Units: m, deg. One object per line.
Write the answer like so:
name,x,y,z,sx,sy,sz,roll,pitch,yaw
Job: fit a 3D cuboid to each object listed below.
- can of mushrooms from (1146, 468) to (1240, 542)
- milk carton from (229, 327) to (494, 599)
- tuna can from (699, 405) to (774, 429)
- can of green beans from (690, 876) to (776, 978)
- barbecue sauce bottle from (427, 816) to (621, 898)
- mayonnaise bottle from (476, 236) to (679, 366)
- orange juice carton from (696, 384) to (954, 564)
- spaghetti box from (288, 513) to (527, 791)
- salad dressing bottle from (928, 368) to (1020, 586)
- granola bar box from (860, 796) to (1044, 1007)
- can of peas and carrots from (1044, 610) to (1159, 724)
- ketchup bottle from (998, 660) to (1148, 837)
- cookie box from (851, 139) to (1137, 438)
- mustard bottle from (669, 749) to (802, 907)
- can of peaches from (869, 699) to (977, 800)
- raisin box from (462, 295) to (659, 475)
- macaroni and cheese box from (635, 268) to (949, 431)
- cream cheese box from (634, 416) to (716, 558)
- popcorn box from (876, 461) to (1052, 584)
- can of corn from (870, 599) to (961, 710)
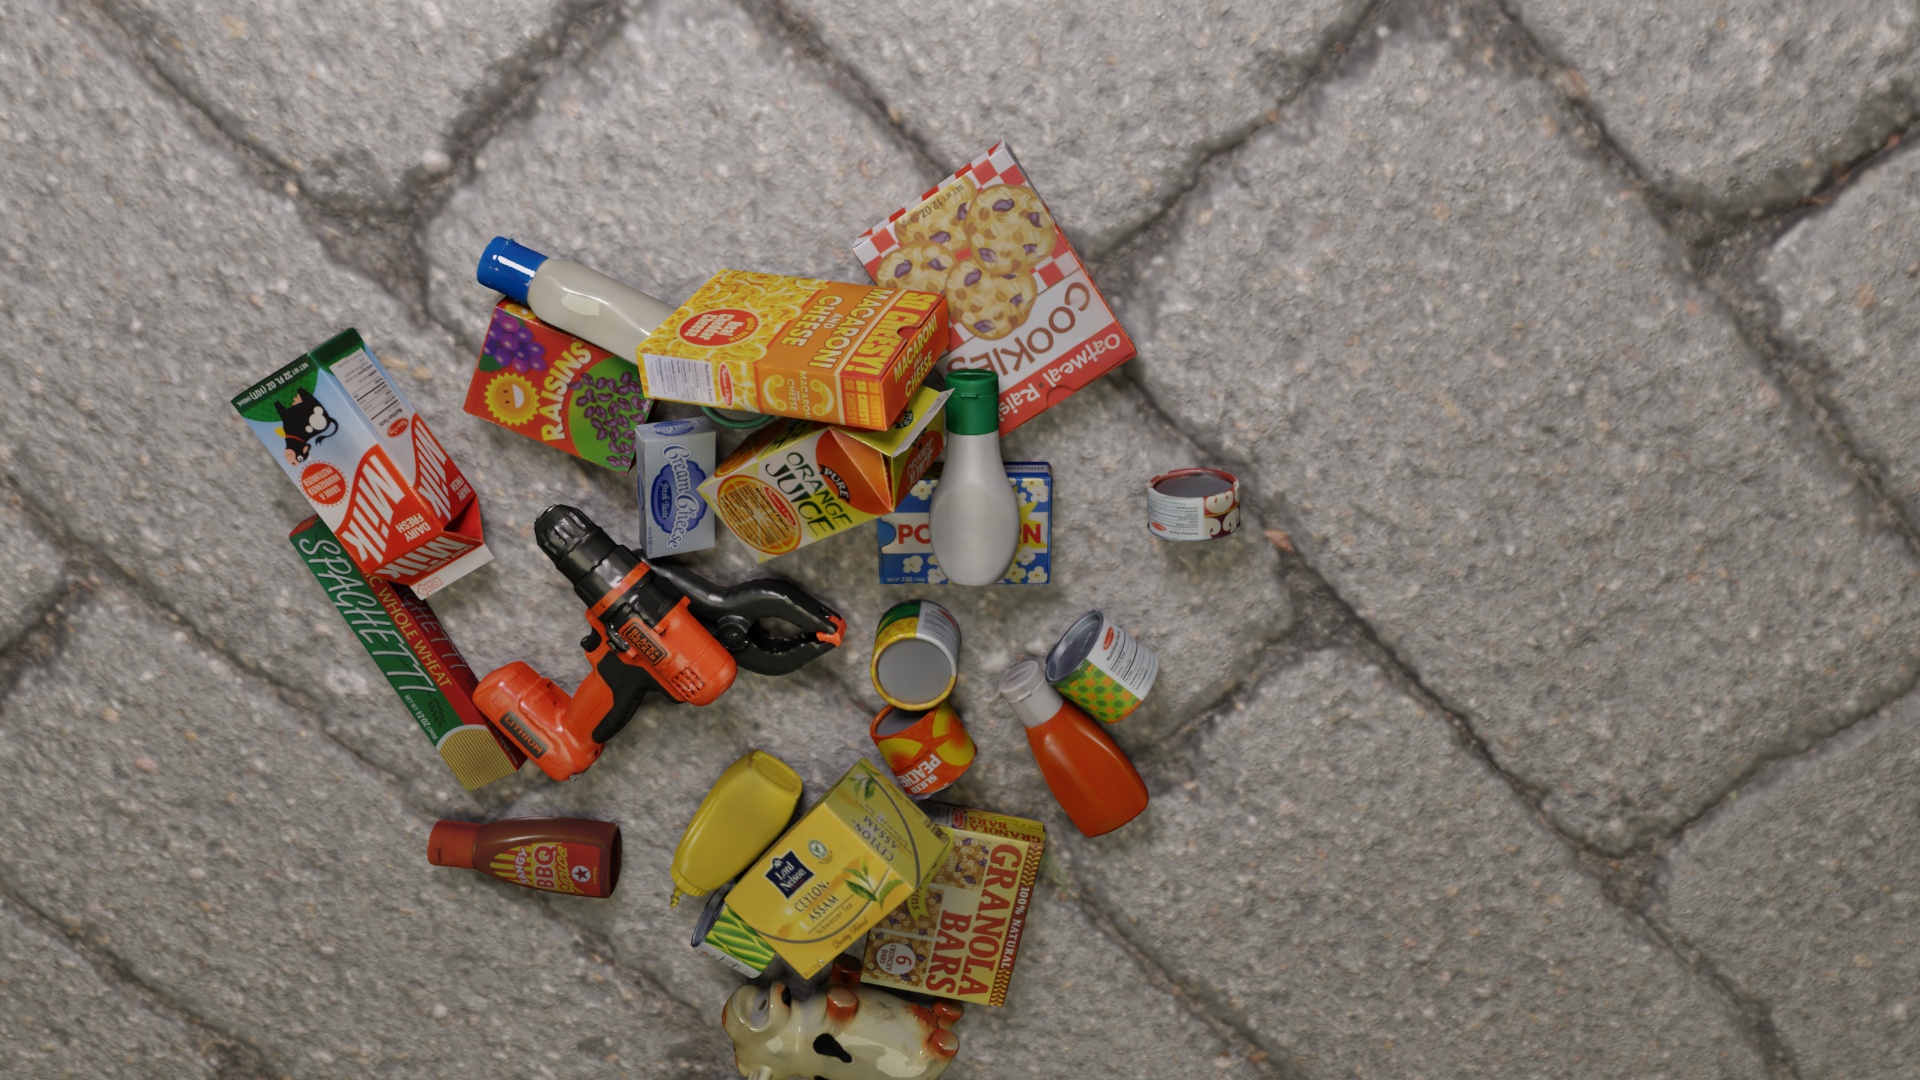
can of mushrooms,0.167,-0.027,0.992,0.071,0.071,0.033,-5,111,4
milk carton,-0.418,-0.048,0.996,0.072,0.074,0.190,-28,109,12
tuna can,-0.156,-0.113,0.983,0.071,0.033,0.070,0,112,1
can of green beans,-0.179,0.317,1.143,0.058,0.071,0.071,33,110,-12
barbecue sauce bottle,-0.355,0.254,1.134,0.149,0.044,0.064,6,114,0
mayonnaise bottle,-0.255,-0.161,0.952,0.148,0.065,0.041,24,115,-4
orange juice carton,-0.084,-0.053,0.938,0.192,0.072,0.073,-20,115,43
spaghetti box,-0.424,0.084,1.075,0.050,0.029,0.249,-23,110,10
salad dressing bottle,0.009,-0.043,0.958,0.064,0.044,0.147,2,112,7
granola bar box,-0.008,0.297,1.144,0.124,0.039,0.164,11,112,-2
can of peas and carrots,0.105,0.097,1.045,0.058,0.071,0.070,37,109,-13
ketchup bottle,0.084,0.161,1.082,0.064,0.044,0.148,-31,108,13
cookie box,0.024,-0.167,0.951,0.123,0.040,0.167,-31,108,14
mustard bottle,-0.193,0.240,1.121,0.065,0.049,0.159,37,110,-10
can of peaches,-0.030,0.155,1.069,0.071,0.071,0.058,-25,109,12
raisin box,-0.277,-0.110,0.984,0.123,0.040,0.085,22,112,-8
macaroni and cheese box,-0.105,-0.127,0.901,0.166,0.124,0.040,9,127,16
cream cheese box,-0.204,-0.038,0.999,0.053,0.024,0.103,-11,129,-23
popcorn box,0.004,-0.013,1.016,0.127,0.038,0.084,0,114,2
can of corn,-0.035,0.088,1.048,0.071,0.058,0.071,1,112,2
